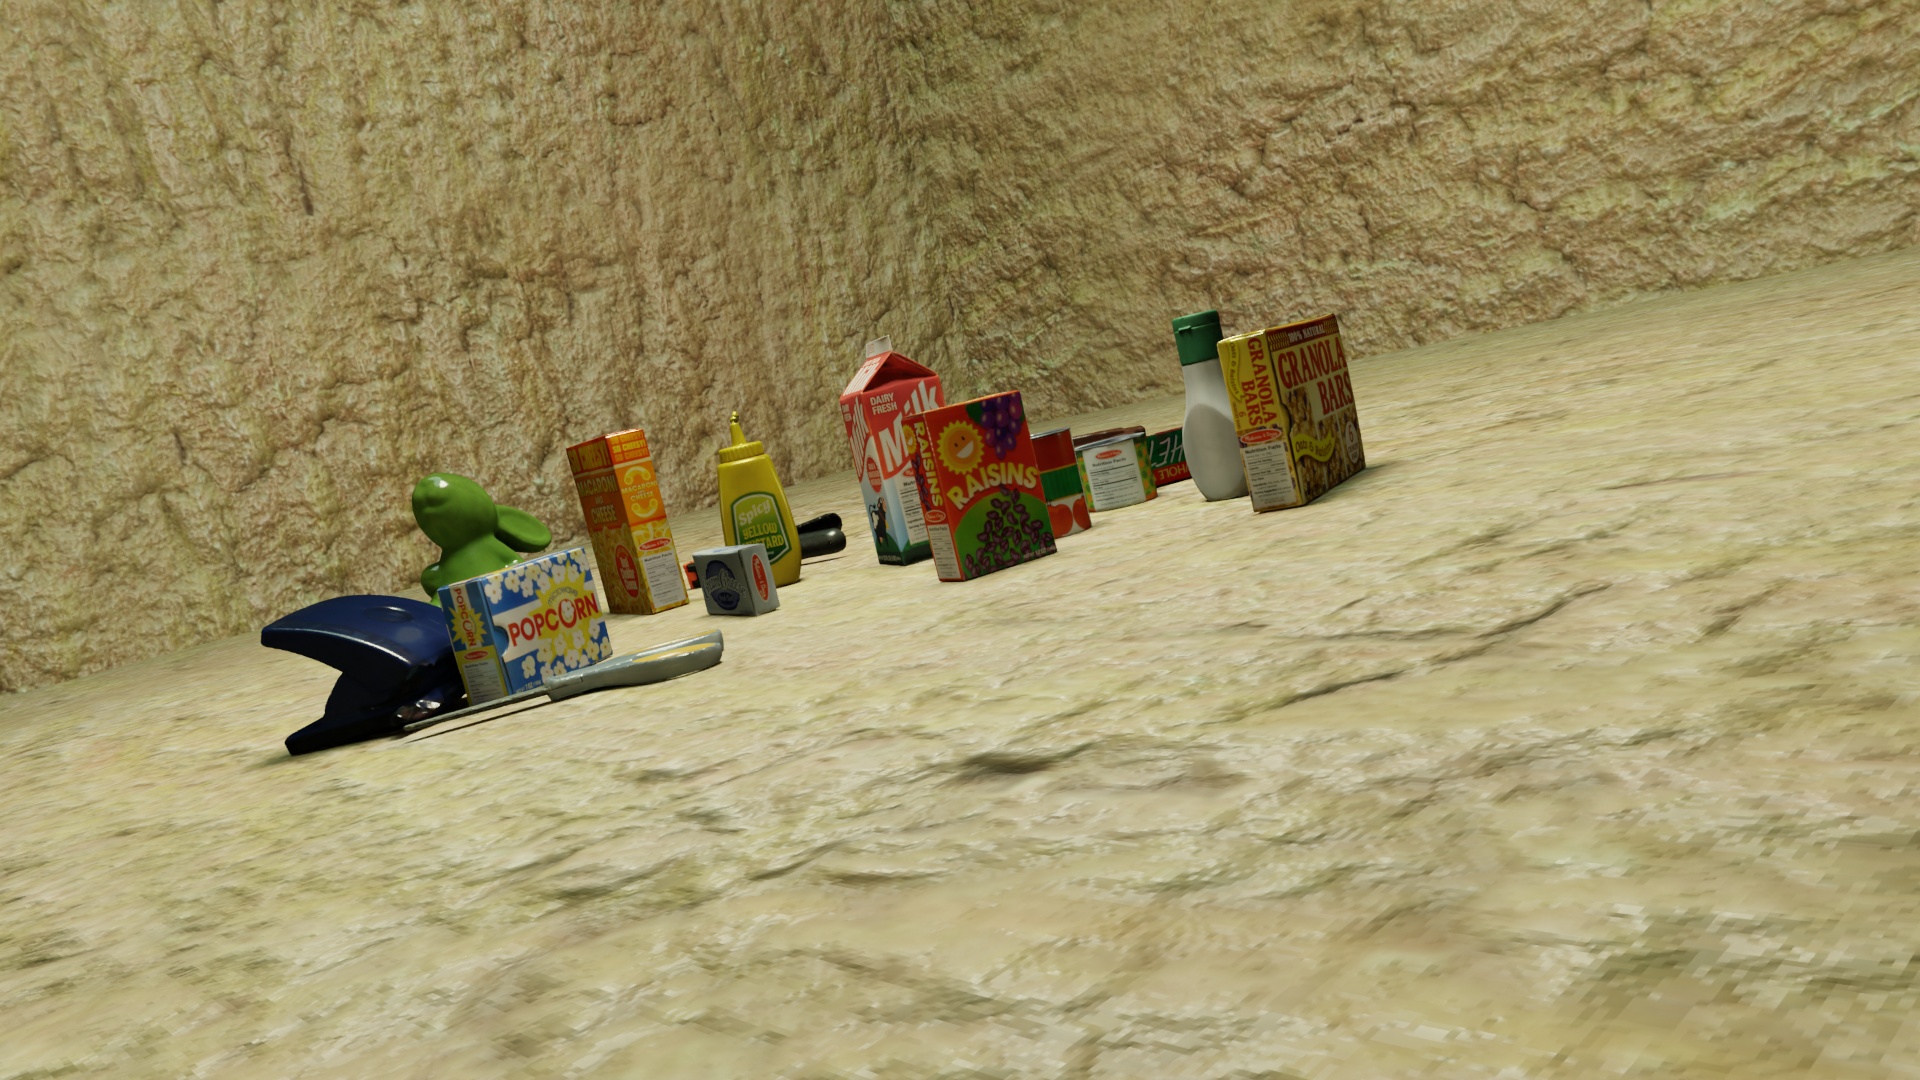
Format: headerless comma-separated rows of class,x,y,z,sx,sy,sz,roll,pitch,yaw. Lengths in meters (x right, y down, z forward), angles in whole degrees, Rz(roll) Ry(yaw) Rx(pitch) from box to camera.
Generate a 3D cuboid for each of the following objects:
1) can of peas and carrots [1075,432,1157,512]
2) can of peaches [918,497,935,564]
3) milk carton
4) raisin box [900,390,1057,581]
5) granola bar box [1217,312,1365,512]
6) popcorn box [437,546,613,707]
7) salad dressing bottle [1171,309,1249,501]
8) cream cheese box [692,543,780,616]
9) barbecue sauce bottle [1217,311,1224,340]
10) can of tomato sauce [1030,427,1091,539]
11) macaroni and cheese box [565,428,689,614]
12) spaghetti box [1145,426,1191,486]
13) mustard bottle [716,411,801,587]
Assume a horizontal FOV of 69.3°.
can of peas and carrots,0.139,-0.061,1.238,0.071,0.058,0.071,-13,6,1
can of peaches,0.004,-0.014,1.099,0.071,0.058,0.071,-13,6,1
milk carton,-0.050,-0.079,1.193,0.073,0.190,0.072,-15,6,-20
raisin box,0.014,-0.040,1.008,0.086,0.123,0.040,-16,6,-28
granola bar box,0.247,-0.097,1.019,0.039,0.124,0.166,-10,7,33
popcorn box,-0.302,0.058,0.975,0.038,0.085,0.127,-12,6,20
salad dressing bottle,0.201,-0.107,1.100,0.064,0.147,0.044,-9,7,43
cream cheese box,-0.180,0.032,1.105,0.024,0.053,0.103,-17,7,-30
barbecue sauce bottle,0.231,-0.132,1.262,0.043,0.148,0.065,-11,6,27
can of tomato sauce,0.064,-0.044,1.124,0.071,0.083,0.071,-13,6,1
macaroni and cheese box,-0.312,-0.016,1.299,0.040,0.166,0.123,-17,6,-32
spaghetti box,0.159,-0.069,1.308,0.251,0.050,0.028,-16,6,-20
mustard bottle,-0.185,-0.036,1.232,0.065,0.160,0.049,-14,5,-10
